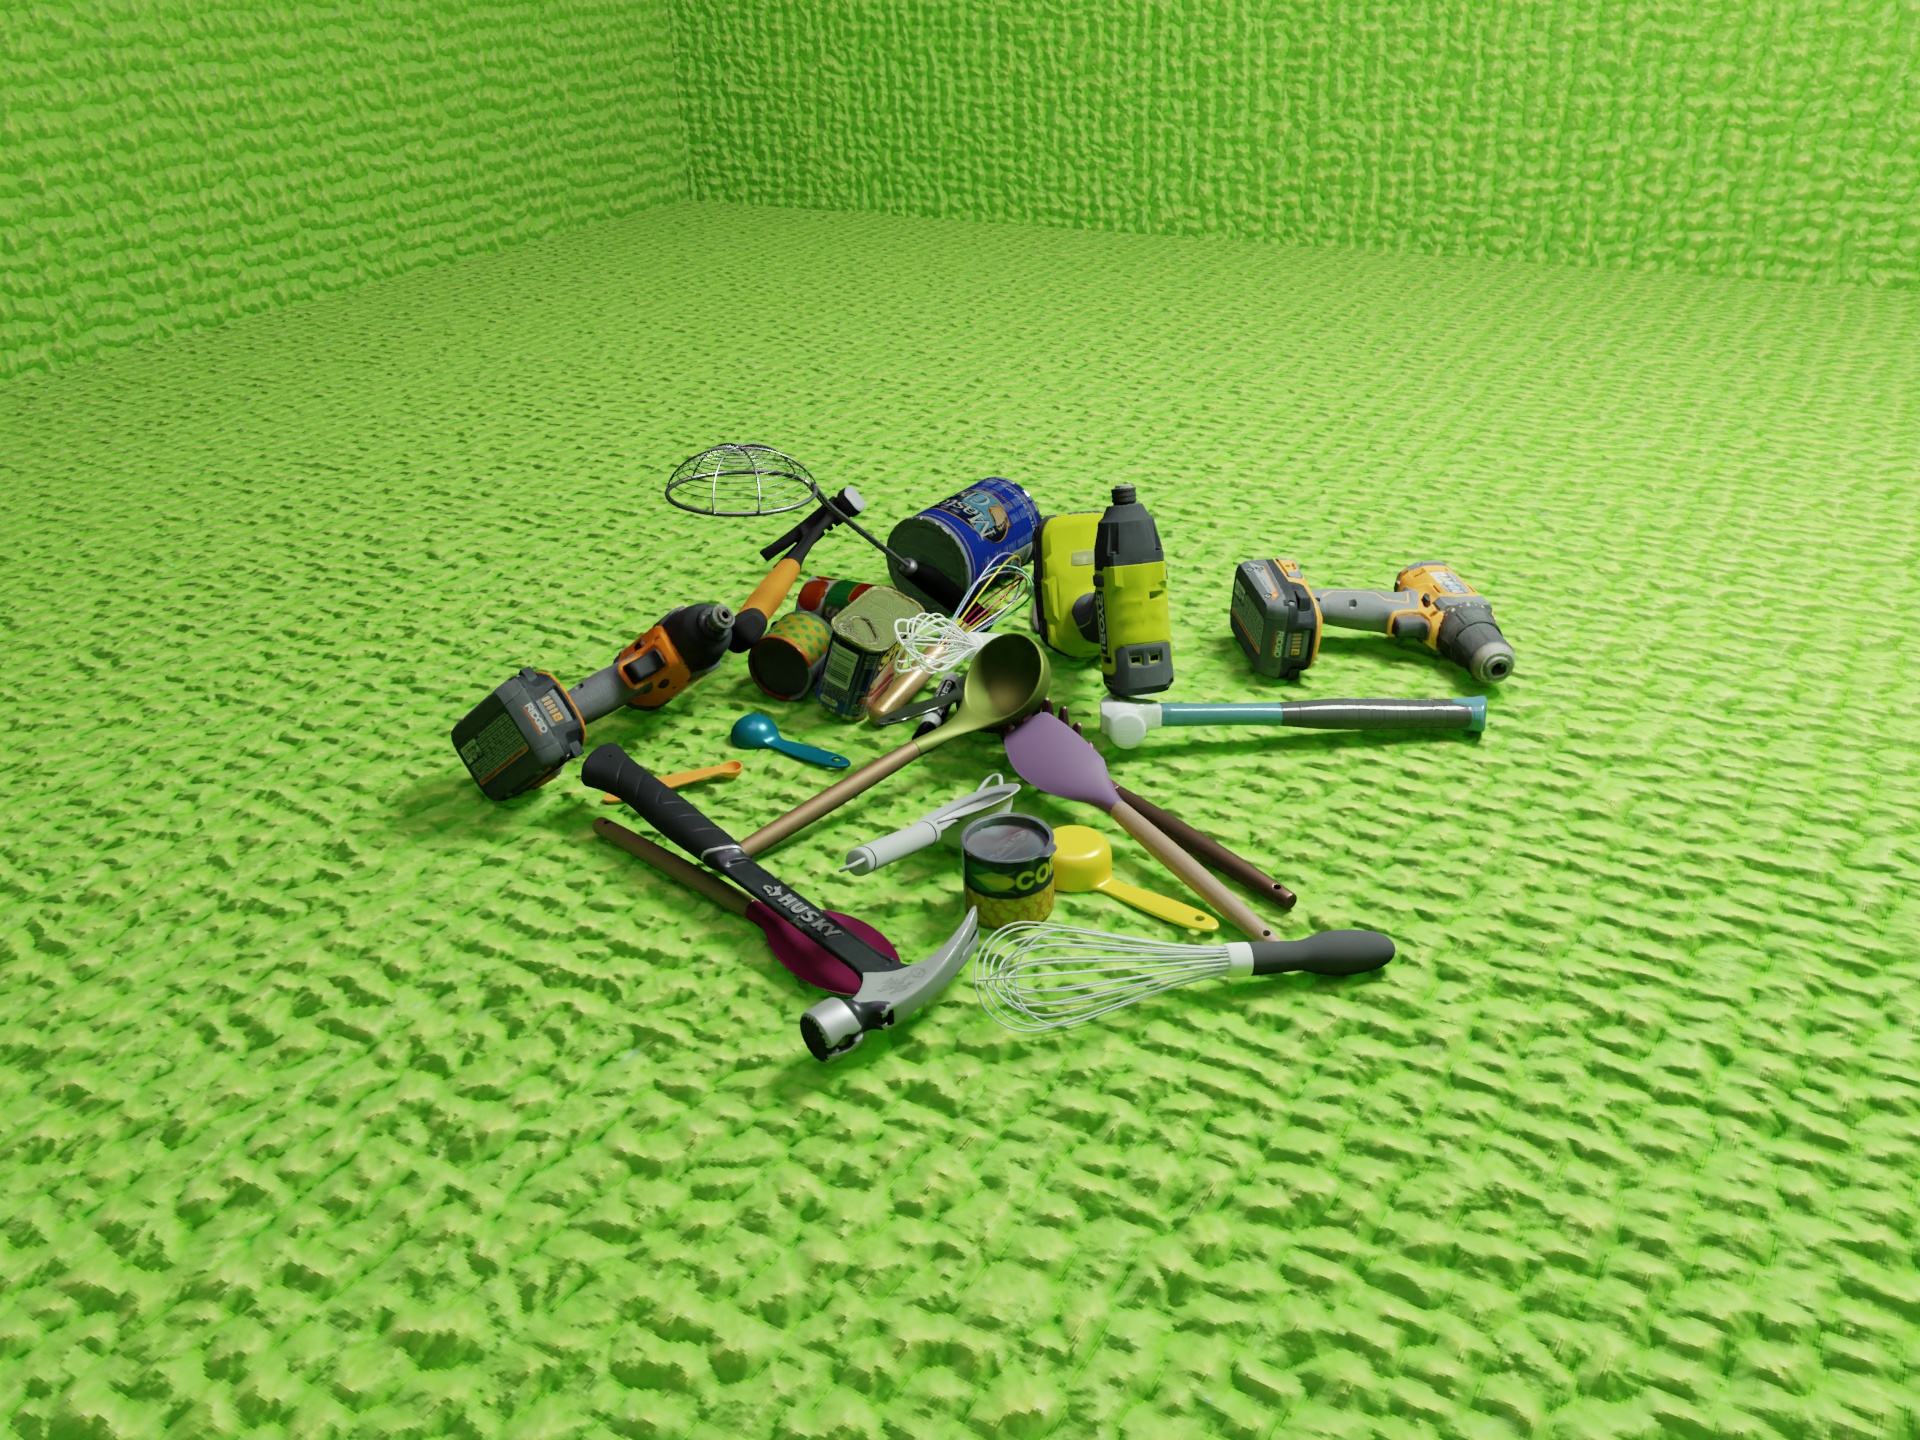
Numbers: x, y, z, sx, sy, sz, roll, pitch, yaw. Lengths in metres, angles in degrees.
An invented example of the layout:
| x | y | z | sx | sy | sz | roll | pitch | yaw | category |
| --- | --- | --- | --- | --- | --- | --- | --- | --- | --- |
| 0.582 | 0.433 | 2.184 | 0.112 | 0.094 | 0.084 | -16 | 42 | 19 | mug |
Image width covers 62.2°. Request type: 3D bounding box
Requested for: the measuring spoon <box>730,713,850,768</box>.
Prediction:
| x | y | z | sx | sy | sz | roll | pitch | yaw | category |
| --- | --- | --- | --- | --- | --- | --- | --- | --- | --- |
| -0.144 | 0.016 | 1.355 | 0.129 | 0.021 | 0.042 | 16 | 33 | 33 | measuring spoon |

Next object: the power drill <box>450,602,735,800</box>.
| x | y | z | sx | sy | sz | roll | pitch | yaw | category |
| --- | --- | --- | --- | --- | --- | --- | --- | --- | --- |
| -0.293 | -0.029 | 1.327 | 0.164 | 0.084 | 0.226 | -29 | 4 | 46 | power drill |

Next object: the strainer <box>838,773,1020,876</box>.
| x | y | z | sx | sy | sz | roll | pitch | yaw | category |
| --- | --- | --- | --- | --- | --- | --- | --- | --- | --- |
| -0.021 | 0.082 | 1.142 | 0.087 | 0.050 | 0.258 | -18 | -1 | 27 | strainer |

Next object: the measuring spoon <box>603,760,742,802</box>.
| x | y | z | sx | sy | sz | roll | pitch | yaw | category |
| --- | --- | --- | --- | --- | --- | --- | --- | --- | --- |
| -0.236 | 0.053 | 1.310 | 0.117 | 0.011 | 0.021 | -14 | 30 | -13 | measuring spoon |

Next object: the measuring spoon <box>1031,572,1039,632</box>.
| x | y | z | sx | sy | sz | roll | pitch | yaw | category |
| --- | --- | --- | --- | --- | --- | --- | --- | --- | --- |
| 0.085 | -0.117 | 1.602 | 0.034 | 0.018 | 0.124 | 1 | 35 | 7 | measuring spoon |

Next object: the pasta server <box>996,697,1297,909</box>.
| x | y | z | sx | sy | sz | roll | pitch | yaw | category |
| --- | --- | --- | --- | --- | --- | --- | --- | --- | --- |
| 0.138 | 0.063 | 1.227 | 0.060 | 0.040 | 0.316 | -34 | 40 | -21 | pasta server |

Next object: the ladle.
| x | y | z | sx | sy | sz | roll | pitch | yaw | category |
| --- | --- | --- | --- | --- | --- | --- | --- | --- | --- |
| -0.059 | 0.026 | 1.250 | 0.320 | 0.062 | 0.078 | -31 | 43 | -24 | ladle |

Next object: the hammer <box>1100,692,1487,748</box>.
| x | y | z | sx | sy | sz | roll | pitch | yaw | category |
| --- | --- | --- | --- | --- | --- | --- | --- | --- | --- |
| 0.279 | -0.005 | 1.326 | 0.331 | 0.033 | 0.128 | 0 | 12 | -3 | hammer |

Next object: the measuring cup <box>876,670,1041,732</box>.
| x | y | z | sx | sy | sz | roll | pitch | yaw | category |
| --- | --- | --- | --- | --- | --- | --- | --- | --- | --- |
| -0.002 | -0.004 | 1.352 | 0.167 | 0.038 | 0.083 | -17 | 28 | -35 | measuring cup |

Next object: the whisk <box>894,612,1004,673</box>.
| x | y | z | sx | sy | sz | roll | pitch | yaw | category |
| --- | --- | --- | --- | --- | --- | --- | --- | --- | --- |
| 0.006 | -0.064 | 1.393 | 0.058 | 0.059 | 0.246 | 44 | 18 | 17 | whisk |

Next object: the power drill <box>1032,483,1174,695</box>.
| x | y | z | sx | sy | sz | roll | pitch | yaw | category |
| --- | --- | --- | --- | --- | --- | --- | --- | --- | --- |
| 0.127 | -0.121 | 1.392 | 0.080 | 0.171 | 0.223 | -7 | 9 | -10 | power drill |

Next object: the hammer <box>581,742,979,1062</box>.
| x | y | z | sx | sy | sz | roll | pitch | yaw | category |
| --- | --- | --- | --- | --- | --- | --- | --- | --- | --- |
| -0.155 | 0.102 | 1.140 | 0.149 | 0.036 | 0.409 | -26 | 37 | -32 | hammer |

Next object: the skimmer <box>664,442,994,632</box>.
| x | y | z | sx | sy | sz | roll | pitch | yaw | category |
| --- | --- | --- | --- | --- | --- | --- | --- | --- | --- |
| -0.104 | -0.144 | 1.436 | 0.362 | 0.090 | 0.127 | 33 | -1 | -42 | skimmer |

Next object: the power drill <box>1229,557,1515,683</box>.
| x | y | z | sx | sy | sz | roll | pitch | yaw | category |
| --- | --- | --- | --- | --- | --- | --- | --- | --- | --- |
| 0.378 | -0.086 | 1.448 | 0.226 | 0.084 | 0.186 | -1 | 29 | -7 | power drill |

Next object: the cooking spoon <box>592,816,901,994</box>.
| x | y | z | sx | sy | sz | roll | pitch | yaw | category |
| --- | --- | --- | --- | --- | --- | --- | --- | --- | --- |
| -0.167 | 0.128 | 1.151 | 0.319 | 0.017 | 0.069 | 22 | 40 | 37 | cooking spoon |

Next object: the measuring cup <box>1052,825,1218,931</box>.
| x | y | z | sx | sy | sz | roll | pitch | yaw | category |
| --- | --- | --- | --- | --- | --- | --- | --- | --- | --- |
| 0.119 | 0.113 | 1.140 | 0.157 | 0.029 | 0.062 | 20 | 35 | 39 | measuring cup |

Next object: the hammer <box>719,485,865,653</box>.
| x | y | z | sx | sy | sz | roll | pitch | yaw | category |
| --- | --- | --- | --- | --- | --- | --- | --- | --- | --- |
| -0.178 | -0.137 | 1.541 | 0.127 | 0.034 | 0.337 | -35 | 15 | 21 | hammer |

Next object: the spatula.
| x | y | z | sx | sy | sz | roll | pitch | yaw | category |
| --- | --- | --- | --- | --- | --- | --- | --- | --- | --- |
| 0.131 | 0.081 | 1.181 | 0.060 | 0.018 | 0.316 | -33 | 44 | -15 | spatula |

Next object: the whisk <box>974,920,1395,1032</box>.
| x | y | z | sx | sy | sz | roll | pitch | yaw | category |
| --- | --- | --- | --- | --- | --- | --- | --- | --- | --- |
| 0.148 | 0.157 | 1.033 | 0.284 | 0.070 | 0.070 | -3 | 27 | -10 | whisk |

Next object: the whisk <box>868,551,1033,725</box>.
| x | y | z | sx | sy | sz | roll | pitch | yaw | category |
| --- | --- | --- | --- | --- | --- | --- | --- | --- | --- |
| -0.007 | -0.073 | 1.457 | 0.051 | 0.047 | 0.245 | 44 | 55 | -4 | whisk |
